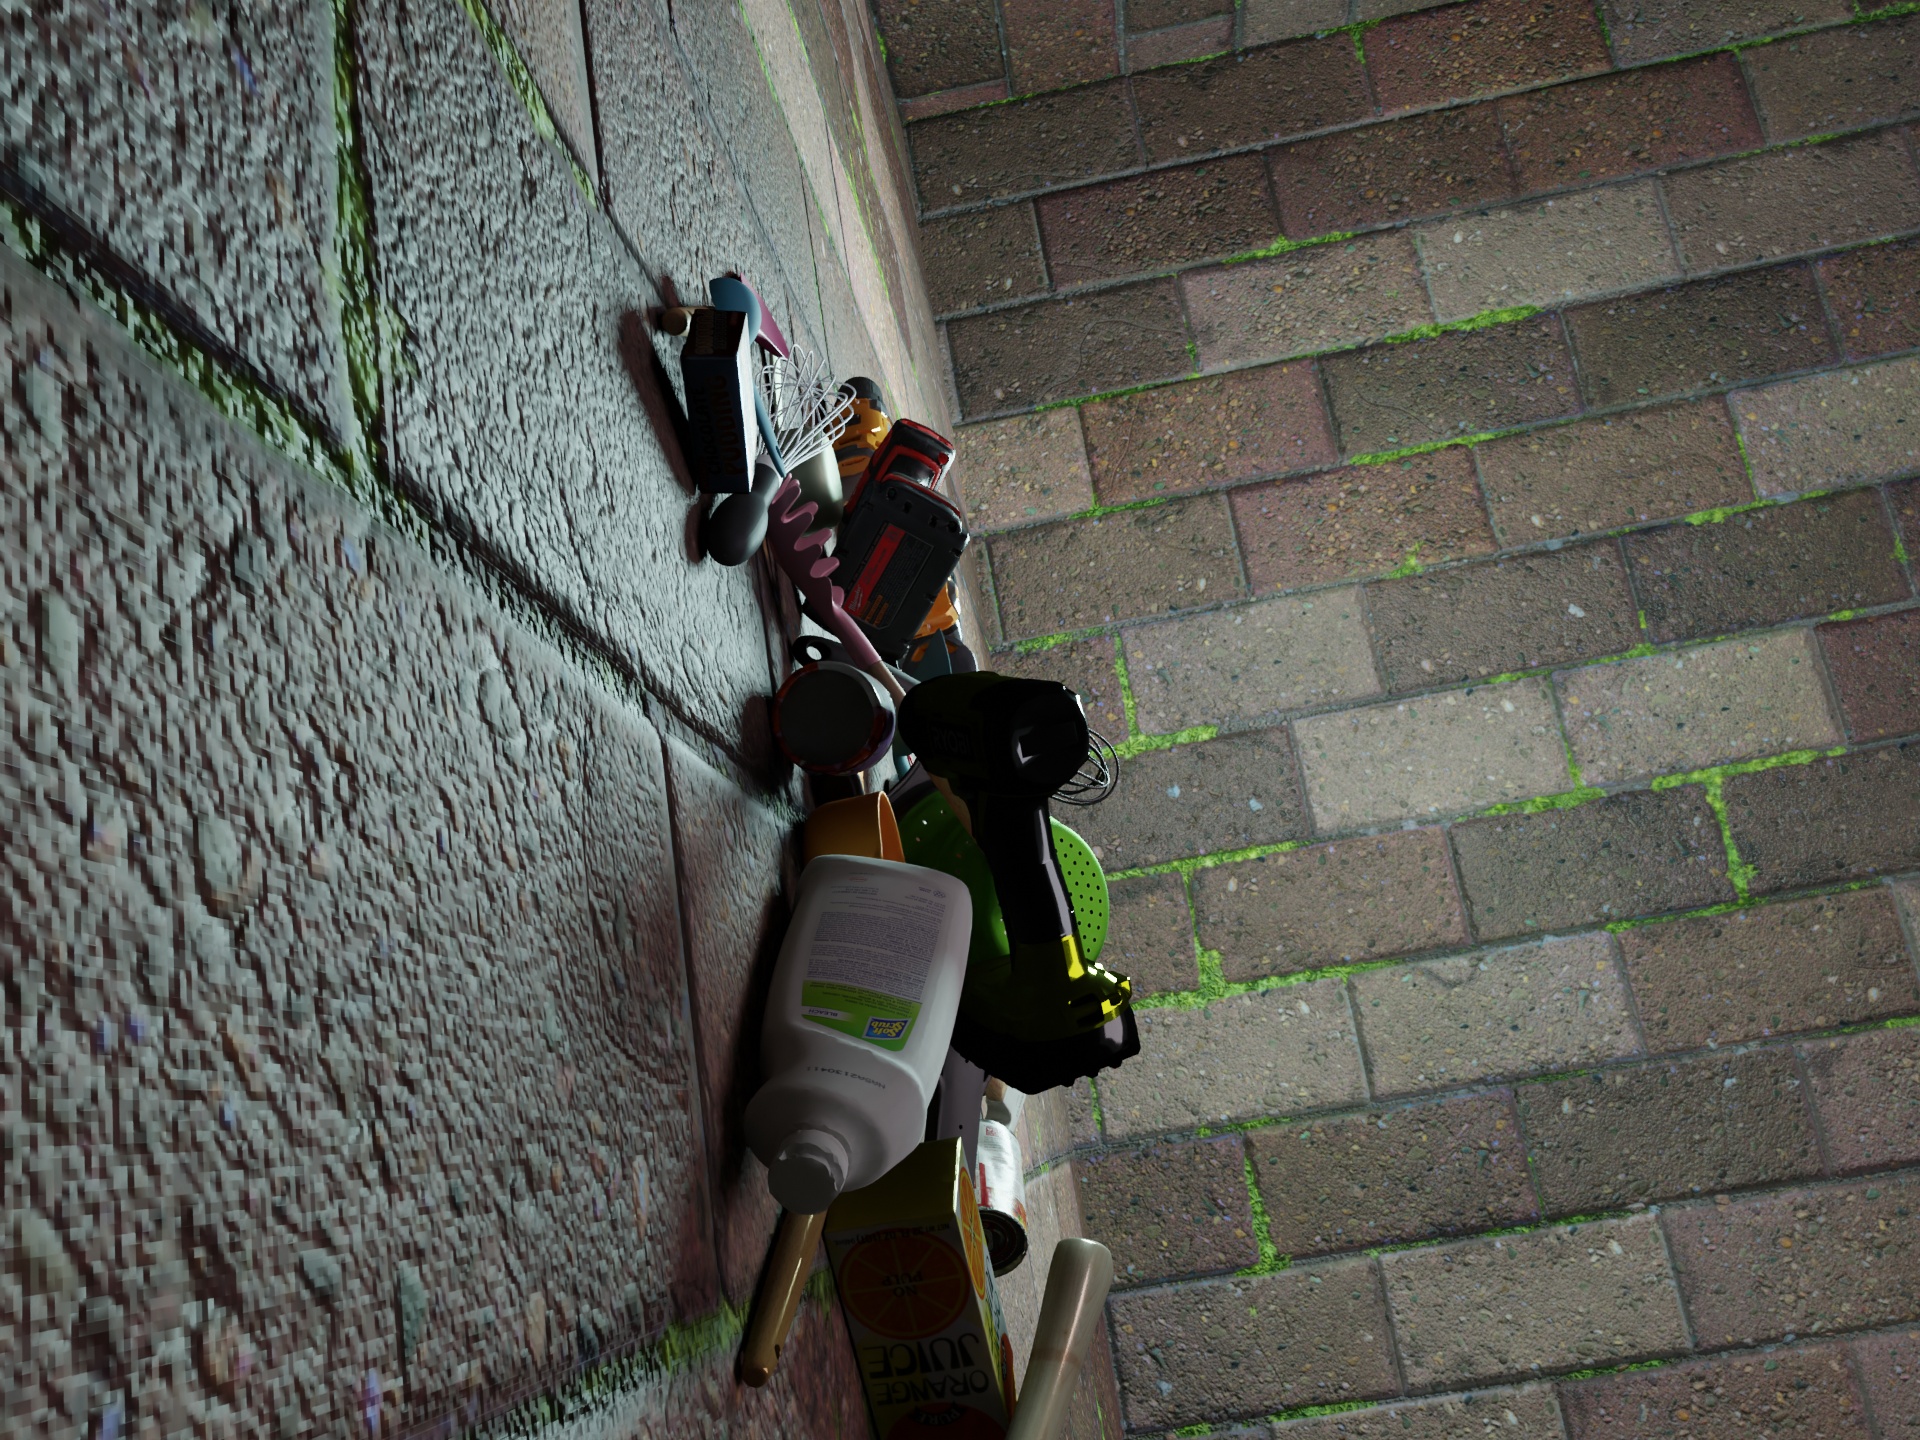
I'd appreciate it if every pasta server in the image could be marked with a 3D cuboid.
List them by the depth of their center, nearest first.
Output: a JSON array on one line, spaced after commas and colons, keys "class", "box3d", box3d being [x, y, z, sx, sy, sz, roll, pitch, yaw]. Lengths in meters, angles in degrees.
[{"class": "pasta server", "box3d": [-0.034, -0.016, 0.998, 0.316, 0.040, 0.060, 56, 4, 7]}]

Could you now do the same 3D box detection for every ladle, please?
[{"class": "ladle", "box3d": [-0.068, 0.225, 0.775, 0.315, 0.031, 0.069, -69, 143, -77]}]

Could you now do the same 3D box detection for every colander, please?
[{"class": "colander", "box3d": [0.022, 0.202, 1.027, 0.204, 0.094, 0.397, 17, 70, -34]}]

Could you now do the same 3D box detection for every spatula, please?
[{"class": "spatula", "box3d": [-0.027, 0.075, 1.217, 0.082, 0.044, 0.317, -102, -172, -46]}]

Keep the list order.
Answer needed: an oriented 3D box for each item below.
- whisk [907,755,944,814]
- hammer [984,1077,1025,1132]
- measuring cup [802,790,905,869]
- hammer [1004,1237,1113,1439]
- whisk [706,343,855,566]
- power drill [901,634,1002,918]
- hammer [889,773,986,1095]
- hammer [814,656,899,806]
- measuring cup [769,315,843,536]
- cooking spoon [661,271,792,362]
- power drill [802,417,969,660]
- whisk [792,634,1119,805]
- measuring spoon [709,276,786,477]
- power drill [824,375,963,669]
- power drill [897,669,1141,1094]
[{"class": "whisk", "box3d": [-0.017, 0.091, 1.507, 0.073, 0.073, 0.295, -89, 172, -67]}, {"class": "hammer", "box3d": [0.002, 0.260, 1.333, 0.331, 0.031, 0.130, 66, 35, -49]}, {"class": "measuring cup", "box3d": [-0.058, 0.131, 0.953, 0.095, 0.052, 0.174, 49, 32, -81]}, {"class": "hammer", "box3d": [0.020, 0.400, 0.768, 0.411, 0.038, 0.146, -47, 129, -65]}, {"class": "whisk", "box3d": [-0.112, -0.156, 0.941, 0.285, 0.070, 0.070, -81, 160, -60]}, {"class": "power drill", "box3d": [0.008, 0.053, 1.325, 0.164, 0.084, 0.226, 75, 0, -80]}, {"class": "hammer", "box3d": [-0.016, 0.196, 1.409, 0.128, 0.033, 0.330, -86, 165, -68]}, {"class": "hammer", "box3d": [-0.074, -0.011, 1.167, 0.337, 0.034, 0.127, -84, 164, -73]}, {"class": "measuring cup", "box3d": [-0.111, -0.212, 1.126, 0.083, 0.038, 0.168, 59, 23, -77]}, {"class": "cooking spoon", "box3d": [-0.141, -0.245, 0.974, 0.068, 0.017, 0.319, 61, 9, -11]}, {"class": "power drill", "box3d": [-0.056, -0.134, 1.174, 0.143, 0.078, 0.220, -59, -167, 19]}, {"class": "whisk", "box3d": [-0.001, -0.004, 1.053, 0.055, 0.239, 0.055, -58, -164, 28]}, {"class": "measuring spoon", "box3d": [-0.111, -0.195, 0.891, 0.042, 0.021, 0.129, 44, 25, -72]}, {"class": "power drill", "box3d": [-0.065, -0.183, 1.408, 0.186, 0.084, 0.226, -96, 169, -54]}, {"class": "power drill", "box3d": [0.024, 0.083, 0.907, 0.171, 0.080, 0.223, 9, -68, 64]}]
